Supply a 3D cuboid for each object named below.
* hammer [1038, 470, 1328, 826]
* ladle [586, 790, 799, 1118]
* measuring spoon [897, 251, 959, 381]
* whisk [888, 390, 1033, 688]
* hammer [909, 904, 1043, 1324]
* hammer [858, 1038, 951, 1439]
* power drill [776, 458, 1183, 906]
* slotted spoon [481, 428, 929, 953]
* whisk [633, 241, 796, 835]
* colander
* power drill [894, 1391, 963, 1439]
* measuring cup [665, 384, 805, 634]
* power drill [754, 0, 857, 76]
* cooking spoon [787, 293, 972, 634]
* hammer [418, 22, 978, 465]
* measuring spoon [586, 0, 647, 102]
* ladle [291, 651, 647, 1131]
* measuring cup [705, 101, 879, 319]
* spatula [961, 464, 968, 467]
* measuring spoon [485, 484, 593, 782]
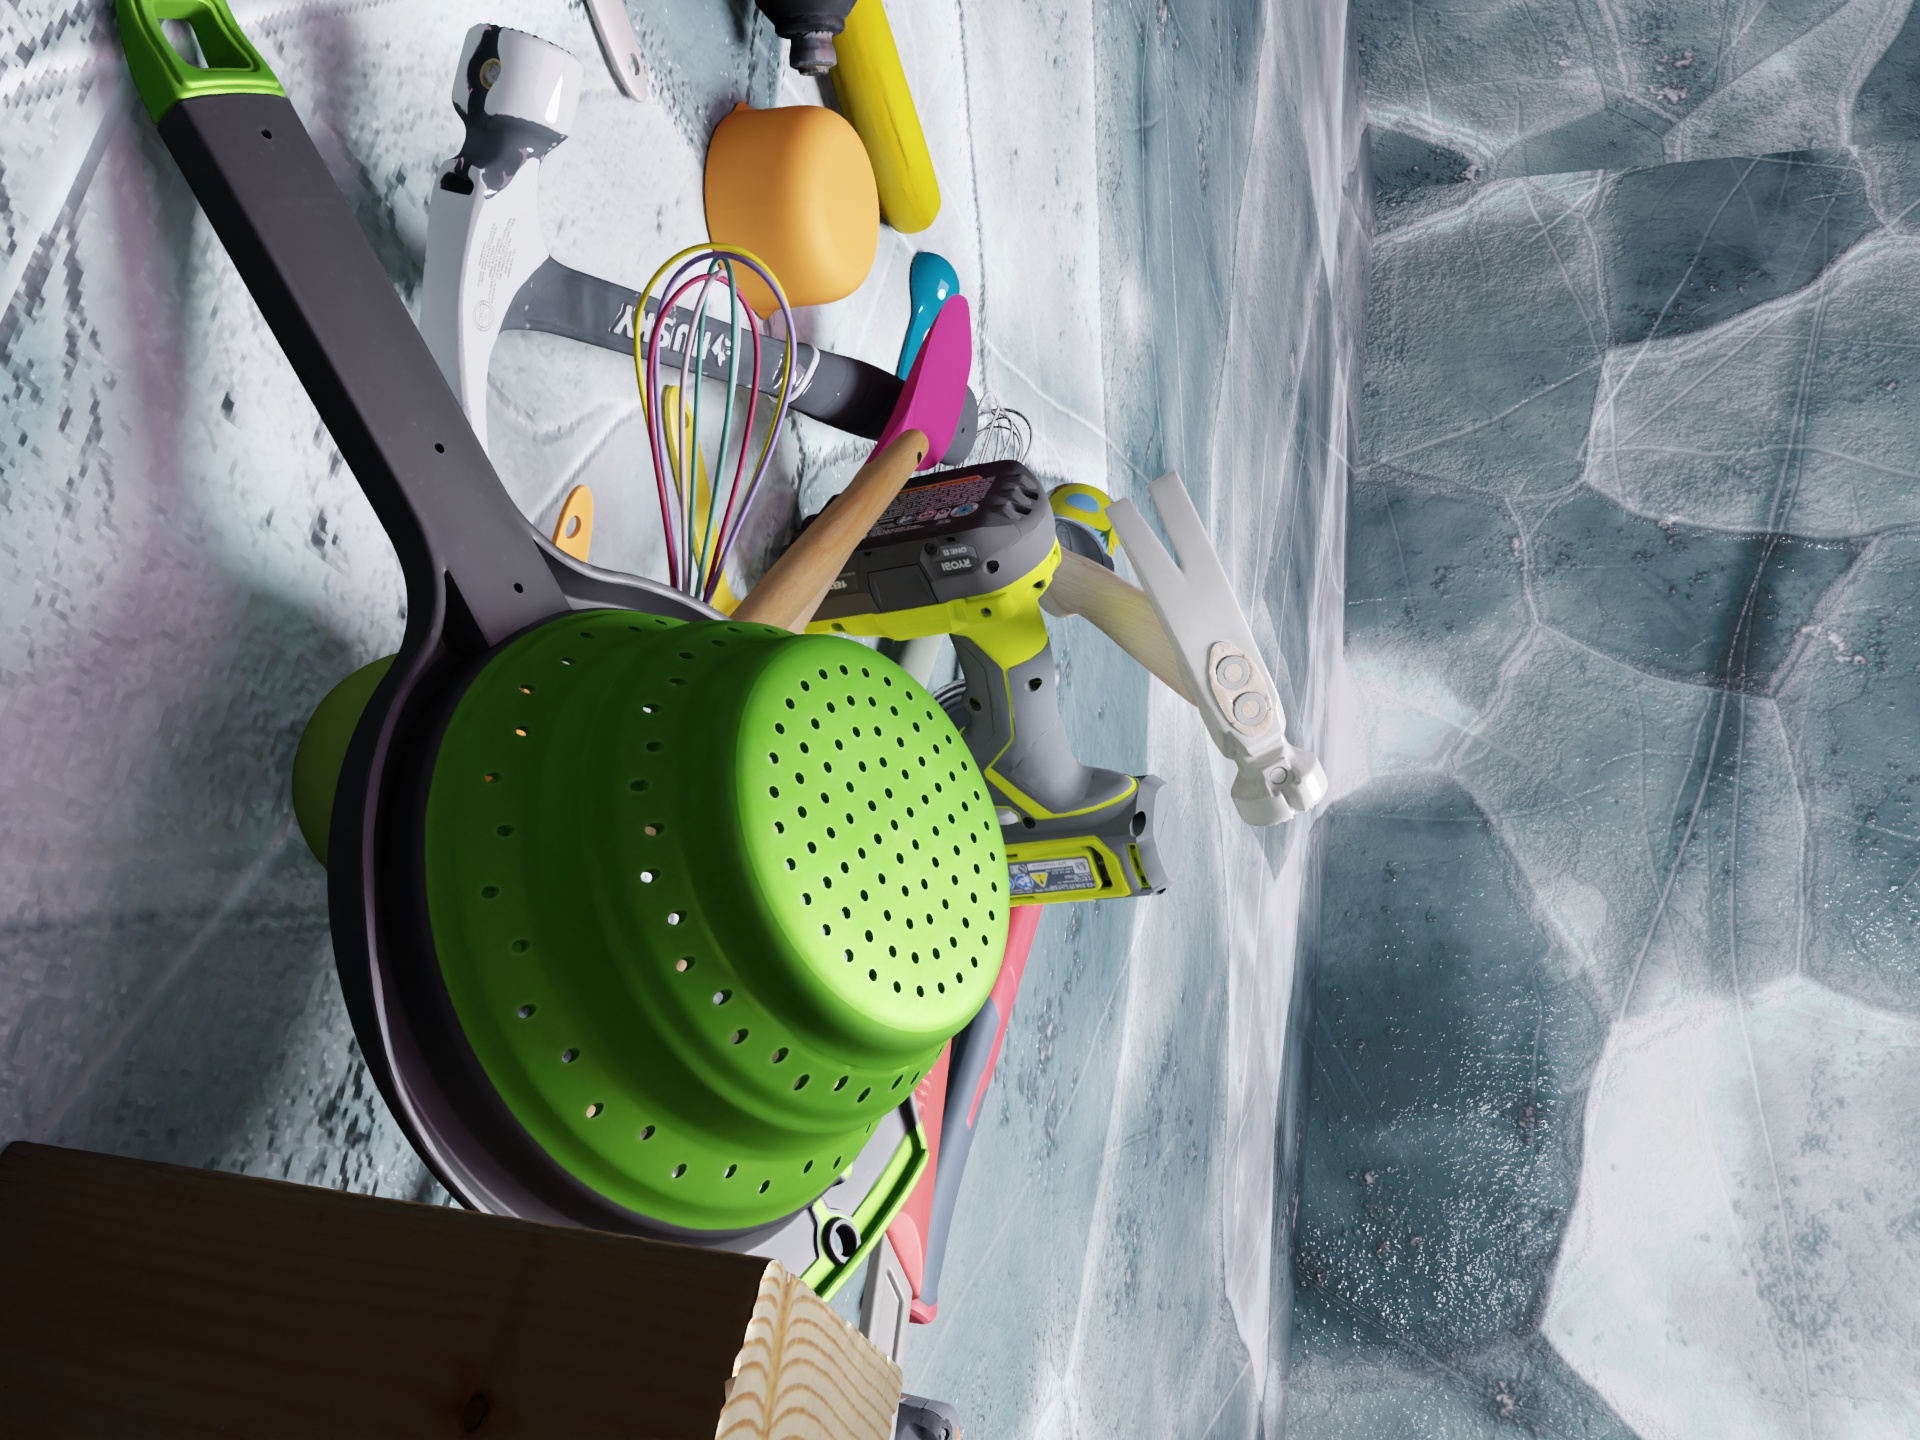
[{"bbox_3d":[0.075,-0.066,0.814,0.146,0.038,0.411,63,-2,-15],"label":"hammer"},{"bbox_3d":[-0.120,0.120,0.547,0.315,0.031,0.069,-59,159,-29],"label":"ladle"},{"bbox_3d":[-0.018,-0.211,0.901,0.042,0.021,0.129,54,40,-58],"label":"measuring spoon"},{"bbox_3d":[-0.009,-0.088,0.903,0.059,0.058,0.246,73,31,-58],"label":"whisk"},{"bbox_3d":[0.012,0.179,0.981,0.387,0.038,0.143,-69,151,-42],"label":"hammer"},{"bbox_3d":[-0.022,0.236,0.787,0.149,0.036,0.359,43,35,-30],"label":"hammer"},{"bbox_3d":[-0.001,-0.002,0.778,0.080,0.171,0.223,-63,139,-52],"label":"power drill"},{"bbox_3d":[-0.076,-0.029,0.554,0.314,0.031,0.070,-57,155,-47],"label":"slotted spoon"},{"bbox_3d":[-0.101,-0.056,0.584,0.047,0.051,0.244,-10,128,-33],"label":"whisk"},{"bbox_3d":[-0.091,-0.030,0.417,0.397,0.094,0.204,62,33,-7],"label":"colander"},{"bbox_3d":[-0.074,0.400,0.710,0.226,0.084,0.185,-43,129,-57],"label":"power drill"},{"bbox_3d":[-0.097,-0.069,0.688,0.062,0.029,0.156,-56,141,-56],"label":"measuring cup"},{"bbox_3d":[-0.084,-0.346,0.613,0.226,0.084,0.164,-60,146,-72],"label":"power drill"},{"bbox_3d":[-0.045,-0.089,0.669,0.319,0.017,0.068,-65,158,-44],"label":"cooking spoon"},{"bbox_3d":[-0.079,-0.142,0.660,0.409,0.036,0.149,-6,113,-68],"label":"hammer"},{"bbox_3d":[-0.135,-0.292,0.591,0.034,0.018,0.124,-67,150,-45],"label":"measuring spoon"},{"bbox_3d":[-0.135,0.093,0.560,0.078,0.062,0.319,-58,149,-30],"label":"ladle"},{"bbox_3d":[-0.056,-0.242,0.754,0.173,0.052,0.095,-36,124,-63],"label":"measuring cup"},{"bbox_3d":[0.004,0.001,0.975,0.082,0.044,0.318,39,60,-67],"label":"spatula"},{"bbox_3d":[-0.145,-0.025,0.543,0.021,0.011,0.117,-9,117,-69],"label":"measuring spoon"}]
